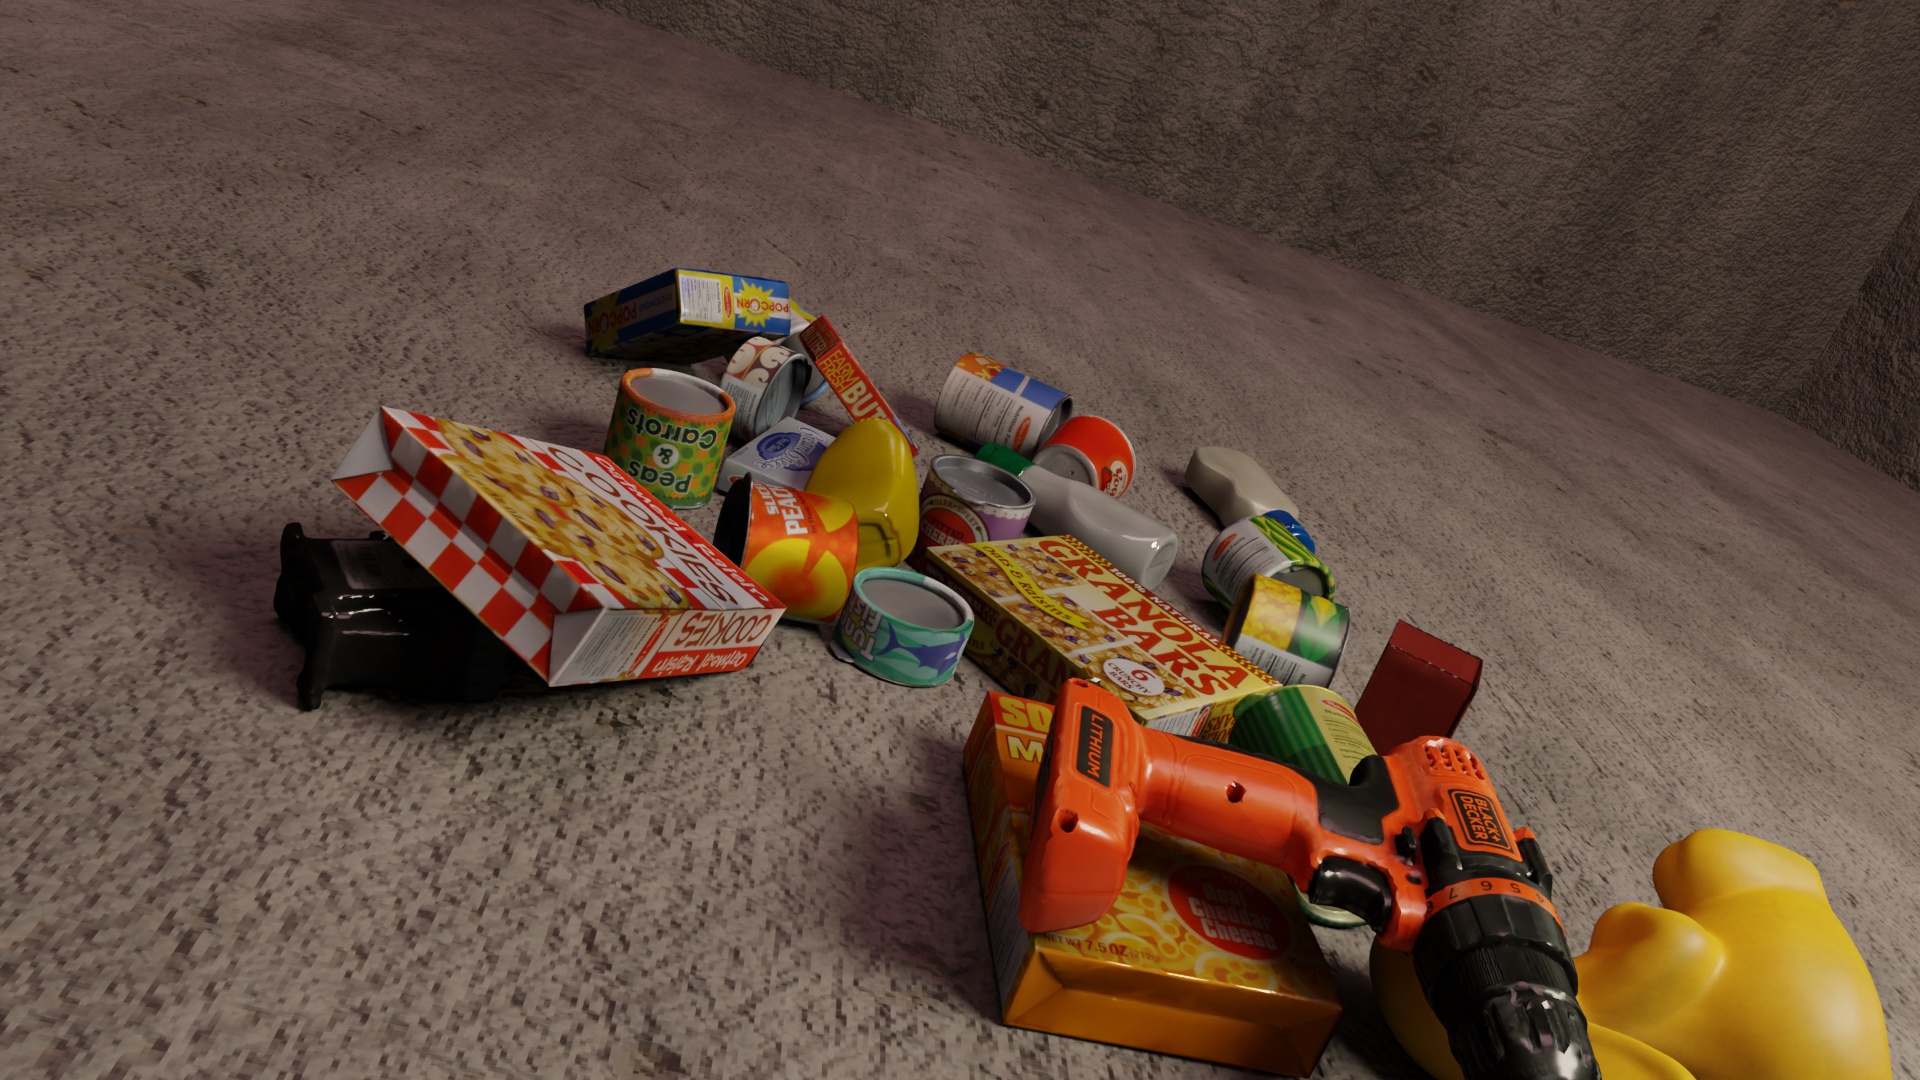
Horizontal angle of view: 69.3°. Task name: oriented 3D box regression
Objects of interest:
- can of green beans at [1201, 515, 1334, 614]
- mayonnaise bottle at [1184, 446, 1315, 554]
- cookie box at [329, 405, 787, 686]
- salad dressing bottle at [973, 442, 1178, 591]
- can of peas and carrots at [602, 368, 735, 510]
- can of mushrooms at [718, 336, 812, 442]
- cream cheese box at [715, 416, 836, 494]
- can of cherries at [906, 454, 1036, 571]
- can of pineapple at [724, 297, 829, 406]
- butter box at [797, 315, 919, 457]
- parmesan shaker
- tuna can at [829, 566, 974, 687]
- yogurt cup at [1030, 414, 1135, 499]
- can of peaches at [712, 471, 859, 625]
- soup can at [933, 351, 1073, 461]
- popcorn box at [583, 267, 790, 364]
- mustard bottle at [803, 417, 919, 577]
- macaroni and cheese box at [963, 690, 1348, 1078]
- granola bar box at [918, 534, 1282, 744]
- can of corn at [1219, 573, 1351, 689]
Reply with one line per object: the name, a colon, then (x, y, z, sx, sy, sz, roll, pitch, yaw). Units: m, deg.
can of green beans: (0.197, 0.026, 0.892, 0.071, 0.071, 0.058, 10, 25, -25)
mayonnaise bottle: (0.224, -0.024, 1.065, 0.065, 0.041, 0.149, 11, 25, -18)
cookie box: (-0.159, 0.006, 0.583, 0.123, 0.040, 0.167, 39, 7, 14)
salad dressing bottle: (0.071, -0.018, 0.918, 0.148, 0.043, 0.064, 31, 26, 27)
can of peas and carrots: (-0.166, -0.057, 0.784, 0.071, 0.058, 0.071, 17, 22, -7)
can of mushrooms: (-0.127, -0.096, 0.895, 0.033, 0.070, 0.071, 24, 22, 12)
cream cheese box: (-0.104, -0.044, 0.852, 0.053, 0.024, 0.104, 24, 23, 5)
can of cherries: (0.003, -0.010, 0.821, 0.071, 0.058, 0.072, 18, 22, -8)
can of pineapple: (-0.126, -0.135, 0.988, 0.071, 0.070, 0.058, -2, 31, -43)
butter box: (-0.069, -0.099, 0.933, 0.103, 0.024, 0.053, 54, 1, -34)
parmesan shaker: (0.167, 0.121, 0.648, 0.071, 0.071, 0.103, 16, 23, -11)
tuna can: (-0.030, 0.043, 0.704, 0.071, 0.032, 0.071, 18, 22, -7)
yogurt cup: (0.082, -0.049, 0.972, 0.072, 0.072, 0.054, 28, 31, 18)
can of peaches: (-0.088, 0.004, 0.694, 0.058, 0.071, 0.071, 12, 24, -23)
soup can: (0.033, -0.094, 1.028, 0.084, 0.071, 0.071, 26, 23, 15)
popcorn box: (-0.183, -0.147, 0.923, 0.085, 0.038, 0.126, -2, -2, -42)
mustard bottle: (-0.054, -0.035, 0.809, 0.065, 0.048, 0.161, -10, 28, 9)
macaroni and cheese box: (0.070, 0.134, 0.570, 0.124, 0.040, 0.167, 15, 23, -12)
granola bar box: (0.071, 0.056, 0.752, 0.124, 0.039, 0.166, -5, 33, -46)
can of corn: (0.187, 0.057, 0.810, 0.058, 0.071, 0.071, 21, 22, 3)
